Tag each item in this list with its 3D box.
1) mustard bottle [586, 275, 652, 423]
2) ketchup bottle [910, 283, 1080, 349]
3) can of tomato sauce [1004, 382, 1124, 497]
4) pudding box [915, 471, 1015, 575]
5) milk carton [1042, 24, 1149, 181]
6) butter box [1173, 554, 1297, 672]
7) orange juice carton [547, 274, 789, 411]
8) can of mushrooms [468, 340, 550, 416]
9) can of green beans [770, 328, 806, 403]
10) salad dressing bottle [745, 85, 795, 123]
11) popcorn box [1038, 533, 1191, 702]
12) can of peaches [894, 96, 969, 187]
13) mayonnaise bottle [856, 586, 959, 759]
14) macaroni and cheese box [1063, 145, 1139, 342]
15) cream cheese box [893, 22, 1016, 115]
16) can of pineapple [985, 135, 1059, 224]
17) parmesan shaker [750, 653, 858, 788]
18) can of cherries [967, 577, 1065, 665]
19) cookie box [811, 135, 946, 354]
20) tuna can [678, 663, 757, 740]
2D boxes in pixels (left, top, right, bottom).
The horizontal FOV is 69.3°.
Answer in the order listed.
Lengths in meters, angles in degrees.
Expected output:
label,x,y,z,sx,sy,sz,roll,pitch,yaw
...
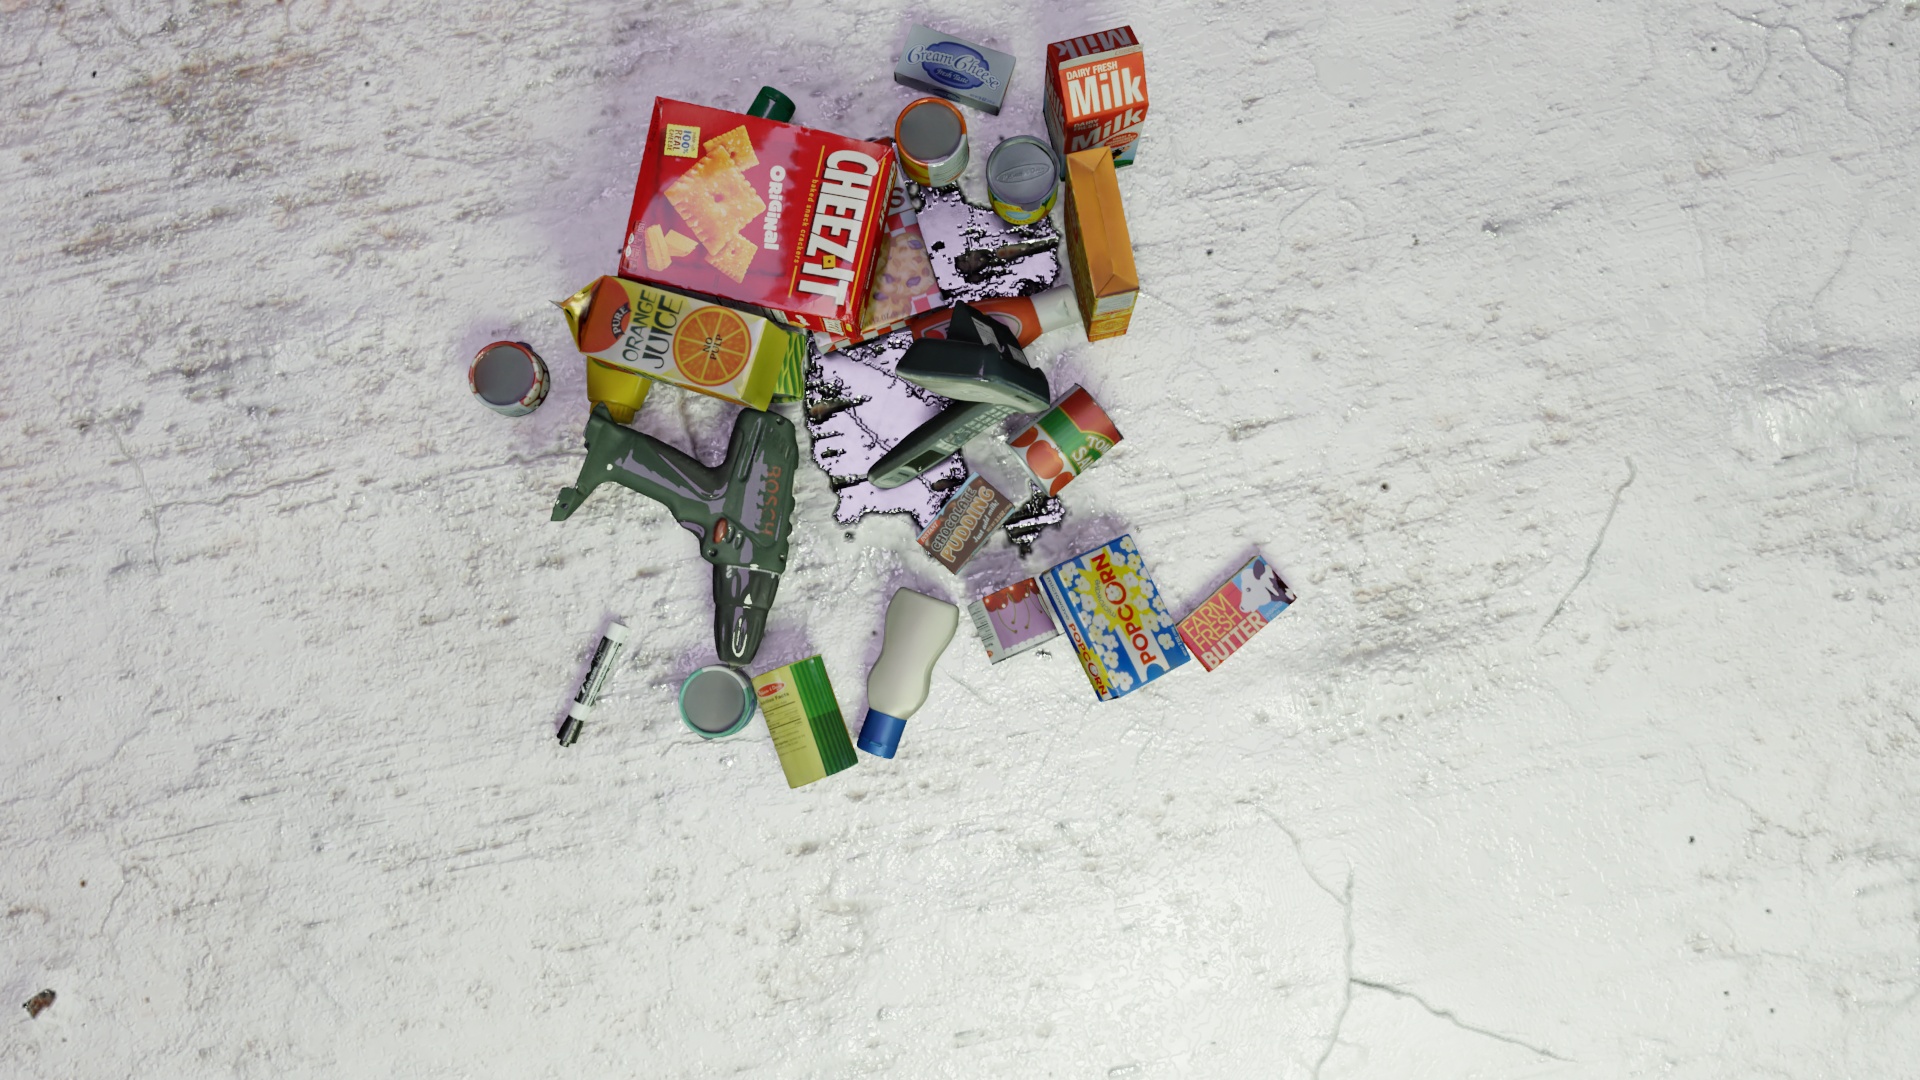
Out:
label,x,y,z,sx,sy,sz,roll,pitch,yaw
mustard bottle,-0.309,-0.159,1.266,0.065,0.049,0.160,8,85,6
ketchup bottle,0.033,-0.191,1.257,0.149,0.043,0.064,-20,106,0
can of tomato sauce,0.093,-0.087,1.236,0.083,0.071,0.071,-39,85,-1
pudding box,0.004,-0.016,1.251,0.050,0.030,0.084,42,88,6
milk carton,0.116,-0.381,1.199,0.072,0.190,0.073,-14,85,1
butter box,0.243,0.065,1.238,0.103,0.024,0.053,-41,84,-2
orange juice carton,-0.254,-0.174,1.197,0.193,0.072,0.073,16,89,10
can of mushrooms,-0.415,-0.151,1.278,0.071,0.033,0.071,0,85,3
can of green beans,-0.173,-0.157,1.253,0.071,0.071,0.058,1,86,2
salad dressing bottle,-0.204,-0.348,1.283,0.064,0.044,0.147,30,86,6
popcorn box,0.135,0.067,1.219,0.085,0.038,0.127,-23,84,-29
can of peaches,-0.027,-0.365,1.269,0.071,0.058,0.071,0,86,2
mayonnaise bottle,-0.052,0.119,1.237,0.065,0.041,0.148,20,87,5
macaroni and cheese box,0.118,-0.251,1.199,0.040,0.166,0.124,-11,85,2
cream cheese box,-0.005,-0.438,1.292,0.104,0.024,0.053,19,85,4
can of pineapple,0.056,-0.325,1.263,0.071,0.058,0.071,0,85,3
parmesan shaker,-0.139,0.160,1.226,0.071,0.071,0.103,-20,85,1
can of cherries,0.049,0.070,1.225,0.071,0.071,0.058,-24,84,0
cookie box,-0.096,-0.270,1.273,0.123,0.040,0.167,-18,86,0
tuna can,-0.219,0.146,1.244,0.071,0.033,0.071,0,85,2
